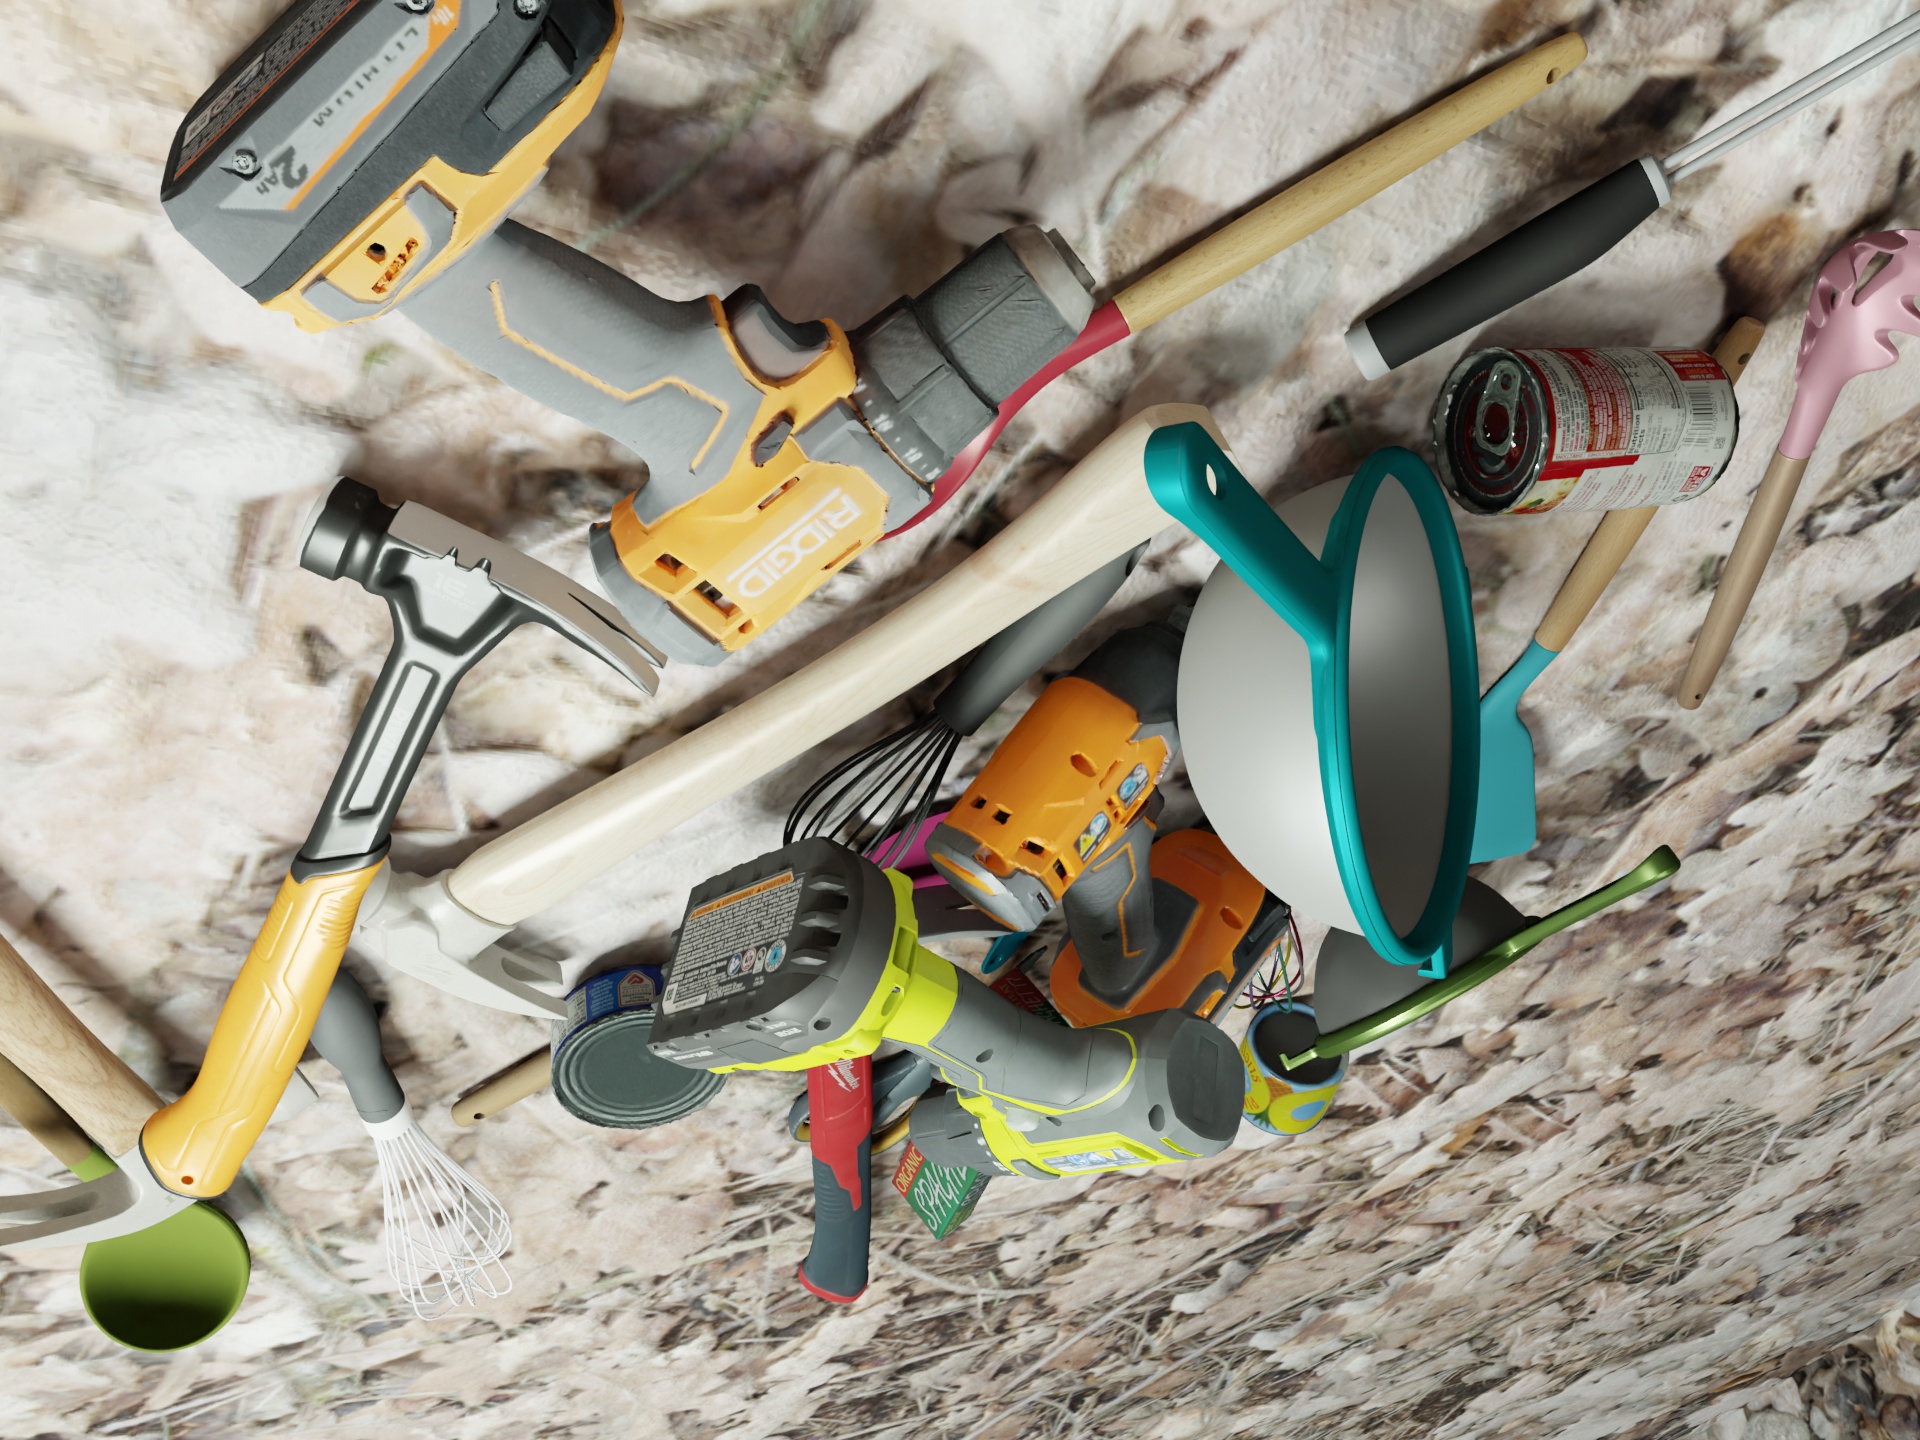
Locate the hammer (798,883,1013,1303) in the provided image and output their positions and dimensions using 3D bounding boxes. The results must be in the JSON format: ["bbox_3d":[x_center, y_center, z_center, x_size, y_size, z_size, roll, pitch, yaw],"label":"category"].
[{"bbox_3d":[-0.052,0.228,0.896,0.143,0.038,0.386,-13,139,-15],"label":"hammer"}]

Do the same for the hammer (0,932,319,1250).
[{"bbox_3d":[-0.379,0.100,0.611,0.130,0.031,0.331,-40,140,-23],"label":"hammer"}]

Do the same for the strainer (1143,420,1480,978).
[{"bbox_3d":[0.117,-0.025,0.620,0.095,0.211,0.340,-2,161,32],"label":"strainer"}]

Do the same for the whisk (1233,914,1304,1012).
[{"bbox_3d":[0.160,0.089,0.867,0.047,0.051,0.244,-16,137,0],"label":"whisk"}]

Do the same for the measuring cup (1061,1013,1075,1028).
[{"bbox_3d":[0.070,0.241,0.992,0.083,0.038,0.167,-7,135,-19],"label":"measuring cup"}]

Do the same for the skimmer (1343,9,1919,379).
[{"bbox_3d":[0.296,-0.247,0.570,0.363,0.090,0.127,-29,144,23],"label":"skimmer"}]

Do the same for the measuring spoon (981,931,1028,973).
[{"bbox_3d":[0.029,0.096,0.837,0.042,0.021,0.128,-16,151,-30],"label":"measuring spoon"}]

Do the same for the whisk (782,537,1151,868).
[{"bbox_3d":[0.000,-0.002,0.691,0.055,0.055,0.239,25,117,-42],"label":"whisk"}]

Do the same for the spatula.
[{"bbox_3d":[0.309,-0.051,0.780,0.082,0.044,0.317,-4,135,-22],"label":"spatula"}]

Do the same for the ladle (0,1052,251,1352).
[{"bbox_3d":[-0.403,0.187,0.703,0.078,0.062,0.319,-17,137,-11],"label":"ladle"}]

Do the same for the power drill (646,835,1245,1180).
[{"bbox_3d":[-0.016,0.143,0.698,0.228,0.080,0.190,31,145,-30],"label":"power drill"}]

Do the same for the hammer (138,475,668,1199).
[{"bbox_3d":[-0.238,0.072,0.611,0.127,0.034,0.336,26,116,-16],"label":"hammer"}]

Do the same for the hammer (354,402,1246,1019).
[{"bbox_3d":[-0.065,0.003,0.655,0.410,0.038,0.146,-31,141,13],"label":"hammer"}]

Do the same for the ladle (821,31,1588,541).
[{"bbox_3d":[0.080,-0.158,0.569,0.315,0.031,0.069,-30,146,5],"label":"ladle"}]

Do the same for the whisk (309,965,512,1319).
[{"bbox_3d":[-0.276,0.214,0.792,0.070,0.070,0.284,-13,134,-12],"label":"whisk"}]

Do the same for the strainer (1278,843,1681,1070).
[{"bbox_3d":[0.279,0.106,0.879,0.151,0.069,0.256,-22,164,-37],"label":"strainer"}]

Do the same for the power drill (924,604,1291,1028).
[{"bbox_3d":[0.085,0.059,0.750,0.164,0.084,0.226,-50,141,-15],"label":"power drill"}]

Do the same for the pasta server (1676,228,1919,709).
[{"bbox_3d":[0.397,-0.105,0.767,0.060,0.040,0.315,-7,140,0],"label":"pasta server"}]

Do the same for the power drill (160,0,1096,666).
[{"bbox_3d":[-0.080,-0.131,0.465,0.185,0.084,0.226,-36,133,14],"label":"power drill"}]

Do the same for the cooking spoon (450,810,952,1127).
[{"bbox_3d":[-0.120,0.126,0.795,0.319,0.017,0.068,-29,137,6],"label":"cooking spoon"}]
